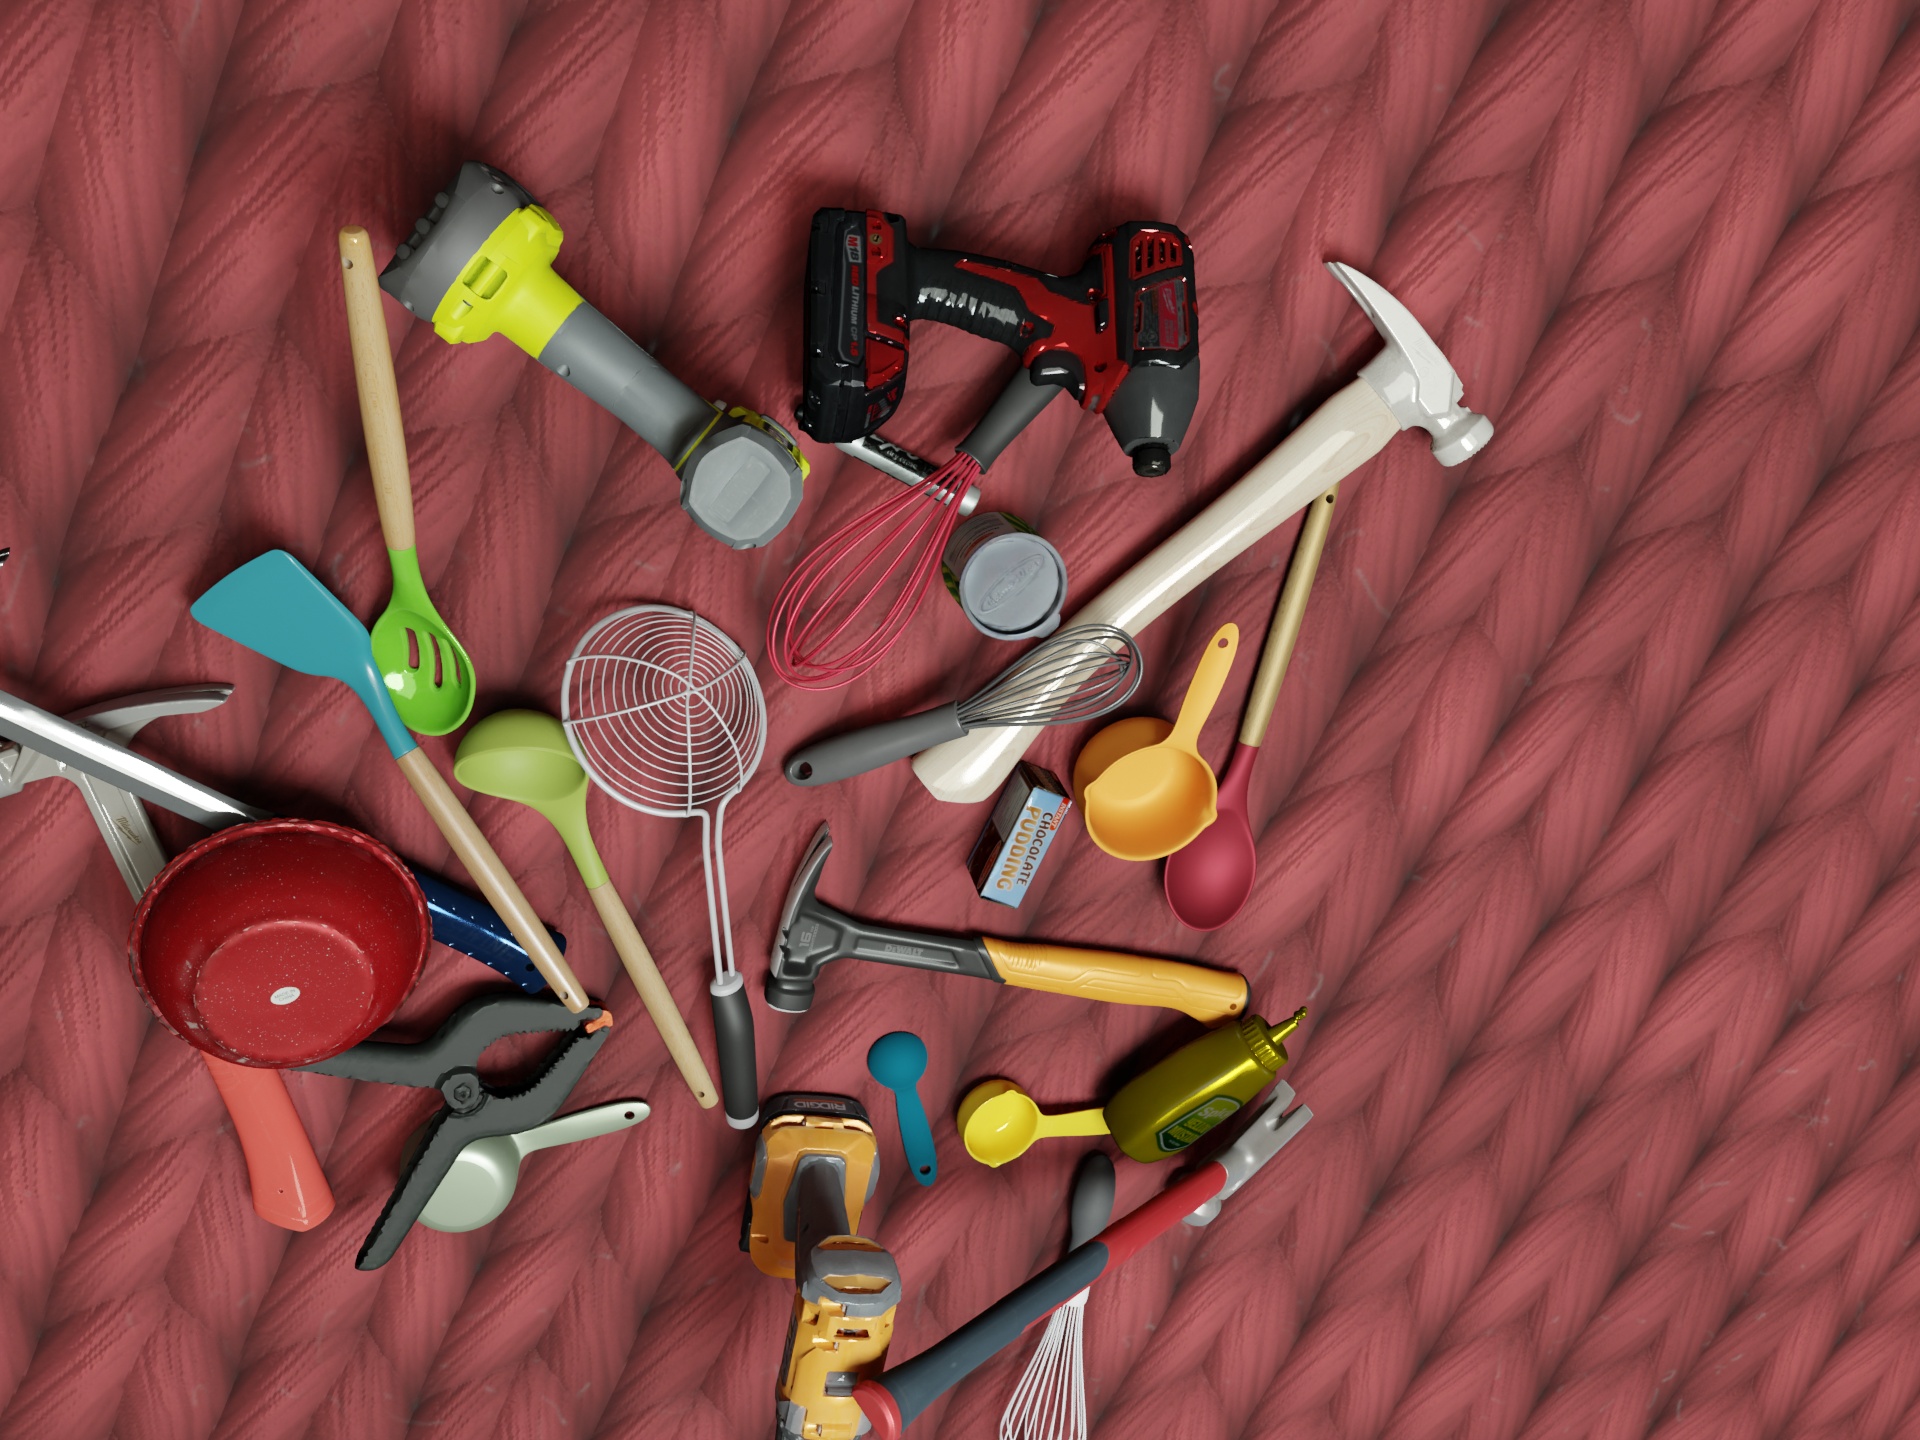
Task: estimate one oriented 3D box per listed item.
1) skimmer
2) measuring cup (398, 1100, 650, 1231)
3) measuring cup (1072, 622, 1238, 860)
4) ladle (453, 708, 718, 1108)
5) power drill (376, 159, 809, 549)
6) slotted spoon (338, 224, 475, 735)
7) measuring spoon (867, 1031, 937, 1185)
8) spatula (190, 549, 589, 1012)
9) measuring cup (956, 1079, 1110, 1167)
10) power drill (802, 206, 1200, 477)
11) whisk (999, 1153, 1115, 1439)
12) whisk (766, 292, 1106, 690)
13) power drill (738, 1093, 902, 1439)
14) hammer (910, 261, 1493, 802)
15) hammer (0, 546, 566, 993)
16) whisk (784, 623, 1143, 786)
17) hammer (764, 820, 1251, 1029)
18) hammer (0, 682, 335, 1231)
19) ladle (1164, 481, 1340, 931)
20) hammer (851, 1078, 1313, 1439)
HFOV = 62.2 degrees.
[{"bbox_3d":[-0.169,0.105,1.002,0.127,0.090,0.363,-27,130,-35],"label":"skimmer"},{"bbox_3d":[-0.286,0.287,1.045,0.167,0.038,0.083,-16,113,-4],"label":"measuring cup"},{"bbox_3d":[0.131,0.005,1.014,0.095,0.052,0.173,13,114,-20],"label":"measuring cup"},{"bbox_3d":[-0.220,0.129,0.993,0.078,0.062,0.320,-12,117,16],"label":"ladle"},{"bbox_3d":[-0.178,-0.184,0.834,0.223,0.171,0.080,39,98,-14],"label":"power drill"},{"bbox_3d":[-0.296,-0.114,0.838,0.070,0.031,0.313,18,135,9],"label":"slotted spoon"},{"bbox_3d":[-0.033,0.276,1.105,0.042,0.021,0.128,-15,111,-7],"label":"measuring spoon"},{"bbox_3d":[-0.311,0.045,0.915,0.082,0.044,0.317,-26,103,25],"label":"spatula"},{"bbox_3d":[0.069,0.281,1.135,0.156,0.029,0.062,3,109,-26],"label":"measuring cup"},{"bbox_3d":[0.025,-0.206,0.875,0.219,0.078,0.143,1,76,-9],"label":"power drill"},{"bbox_3d":[0.077,0.450,1.181,0.070,0.070,0.284,6,103,-15],"label":"whisk"},{"bbox_3d":[-0.007,-0.136,0.919,0.073,0.073,0.296,43,82,-23],"label":"whisk"},{"bbox_3d":[-0.093,0.369,1.015,0.084,0.226,0.185,7,108,-14],"label":"power drill"},{"bbox_3d":[0.126,-0.100,0.988,0.410,0.038,0.146,-40,102,7],"label":"hammer"},{"bbox_3d":[-0.402,0.054,0.900,0.405,0.035,0.144,33,92,-31],"label":"hammer"},{"bbox_3d":[-0.002,-0.004,0.970,0.239,0.055,0.055,-19,114,15],"label":"whisk"},{"bbox_3d":[0.044,0.157,1.073,0.336,0.034,0.127,11,108,-16],"label":"hammer"},{"bbox_3d":[-0.450,0.155,0.962,0.149,0.037,0.358,-16,112,-6],"label":"hammer"},{"bbox_3d":[0.197,-0.009,1.048,0.069,0.031,0.315,9,106,-20],"label":"ladle"},{"bbox_3d":[0.085,0.339,1.007,0.386,0.038,0.143,-14,146,-47],"label":"hammer"}]
